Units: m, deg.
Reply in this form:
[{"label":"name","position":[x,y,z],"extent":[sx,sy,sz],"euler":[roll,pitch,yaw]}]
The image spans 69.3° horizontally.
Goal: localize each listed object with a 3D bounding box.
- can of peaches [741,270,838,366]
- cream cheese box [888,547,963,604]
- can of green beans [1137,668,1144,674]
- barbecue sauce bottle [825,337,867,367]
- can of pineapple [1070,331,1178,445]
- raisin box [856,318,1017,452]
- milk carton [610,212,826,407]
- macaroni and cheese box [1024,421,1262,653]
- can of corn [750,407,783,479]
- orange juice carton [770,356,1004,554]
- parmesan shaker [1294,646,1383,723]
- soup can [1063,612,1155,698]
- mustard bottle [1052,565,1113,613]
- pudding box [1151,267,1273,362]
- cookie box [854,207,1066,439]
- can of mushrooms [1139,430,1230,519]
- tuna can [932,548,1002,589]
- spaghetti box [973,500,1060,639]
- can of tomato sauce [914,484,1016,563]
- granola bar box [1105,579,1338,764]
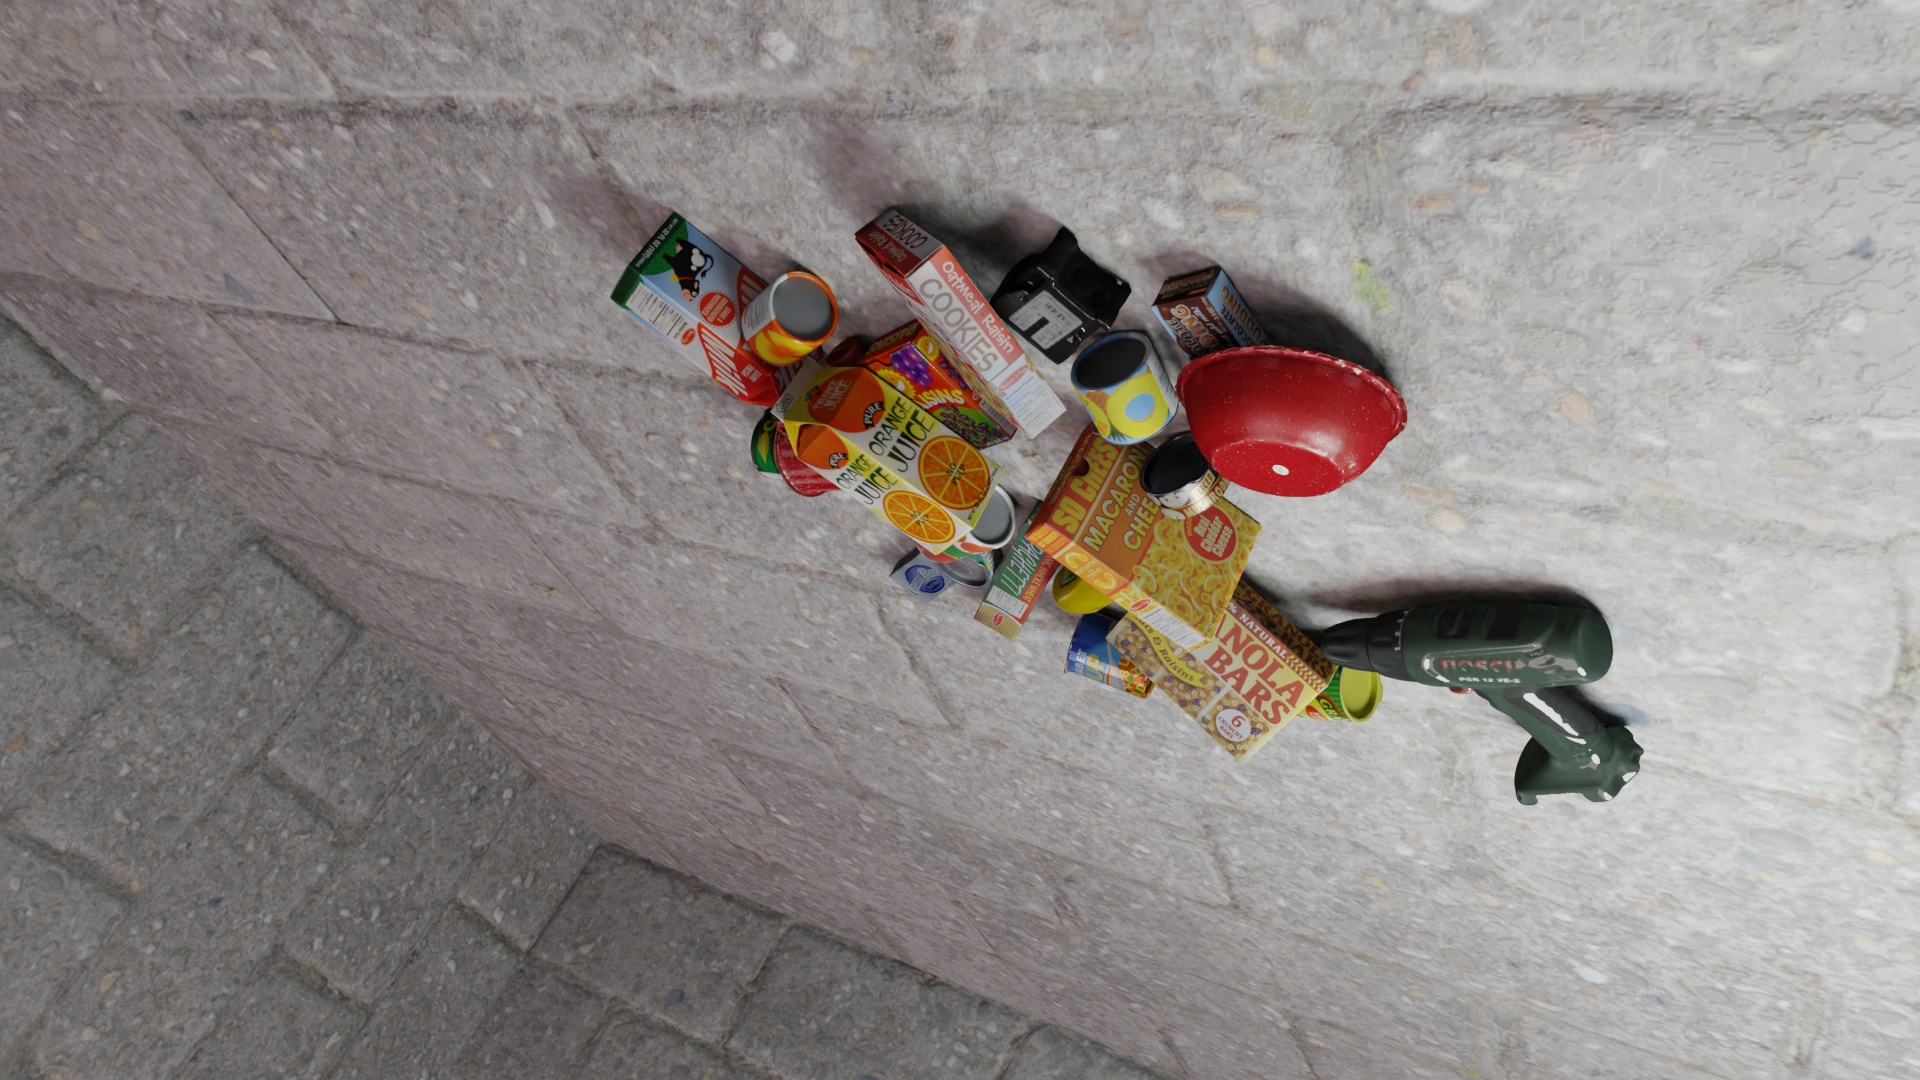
[{"label":"can of peaches","position":[-0.142,-0.187,1.178],"extent":[0.071,0.071,0.058],"euler":[40,151,-17]},{"label":"cream cheese box","position":[-0.034,0.032,1.481],"extent":[0.053,0.024,0.103],"euler":[37,152,-9]},{"label":"can of green beans","position":[0.203,0.097,1.310],"extent":[0.058,0.071,0.071],"euler":[3,142,41]},{"label":"barbecue sauce bottle","position":[-0.061,-0.116,1.240],"extent":[0.065,0.044,0.148],"euler":[-6,135,47]},{"label":"can of pineapple","position":[0.121,-0.113,1.038],"extent":[0.071,0.071,0.057],"euler":[5,142,39]},{"label":"raisin box","position":[-0.016,-0.129,1.178],"extent":[0.123,0.040,0.086],"euler":[43,151,-21]},{"label":"milk carton","position":[-0.204,-0.191,1.224],"extent":[0.190,0.072,0.073],"euler":[38,151,-13]},{"label":"macaroni and cheese box","position":[0.151,-0.007,1.125],"extent":[0.166,0.124,0.040],"euler":[35,149,-8]},{"label":"can of corn","position":[-0.161,-0.093,1.355],"extent":[0.058,0.071,0.071],"euler":[9,145,34]},{"label":"orange juice carton","position":[-0.067,-0.078,1.186],"extent":[0.192,0.072,0.072],"euler":[35,148,-11]},{"label":"parmesan shaker","position":[0.317,0.129,1.254],"extent":[0.103,0.071,0.071],"euler":[-3,138,47]},{"label":"soup can","position":[0.155,0.116,1.383],"extent":[0.084,0.071,0.071],"euler":[20,151,20]},{"label":"mustard bottle","position":[0.118,0.037,1.299],"extent":[0.049,0.065,0.159],"euler":[27,156,-6]},{"label":"pudding box","position":[0.177,-0.147,0.968],"extent":[0.049,0.030,0.083],"euler":[-4,137,48]},{"label":"cookie box","position":[-0.002,-0.163,1.043],"extent":[0.167,0.040,0.123],"euler":[49,180,-33]},{"label":"can of mushrooms","position":[0.178,-0.050,1.087],"extent":[0.071,0.071,0.033],"euler":[-4,138,47]},{"label":"tuna can","position":[0.008,0.016,1.403],"extent":[0.071,0.033,0.070],"euler":[23,152,13]},{"label":"spaghetti box","position":[0.064,0.035,1.384],"extent":[0.050,0.029,0.249],"euler":[29,153,3]},{"label":"can of tomato sauce","position":[0.005,-0.017,1.317],"extent":[0.071,0.071,0.083],"euler":[42,150,-21]},{"label":"granola bar box","position":[0.228,0.098,1.224],"extent":[0.166,0.039,0.123],"euler":[43,127,10]}]
